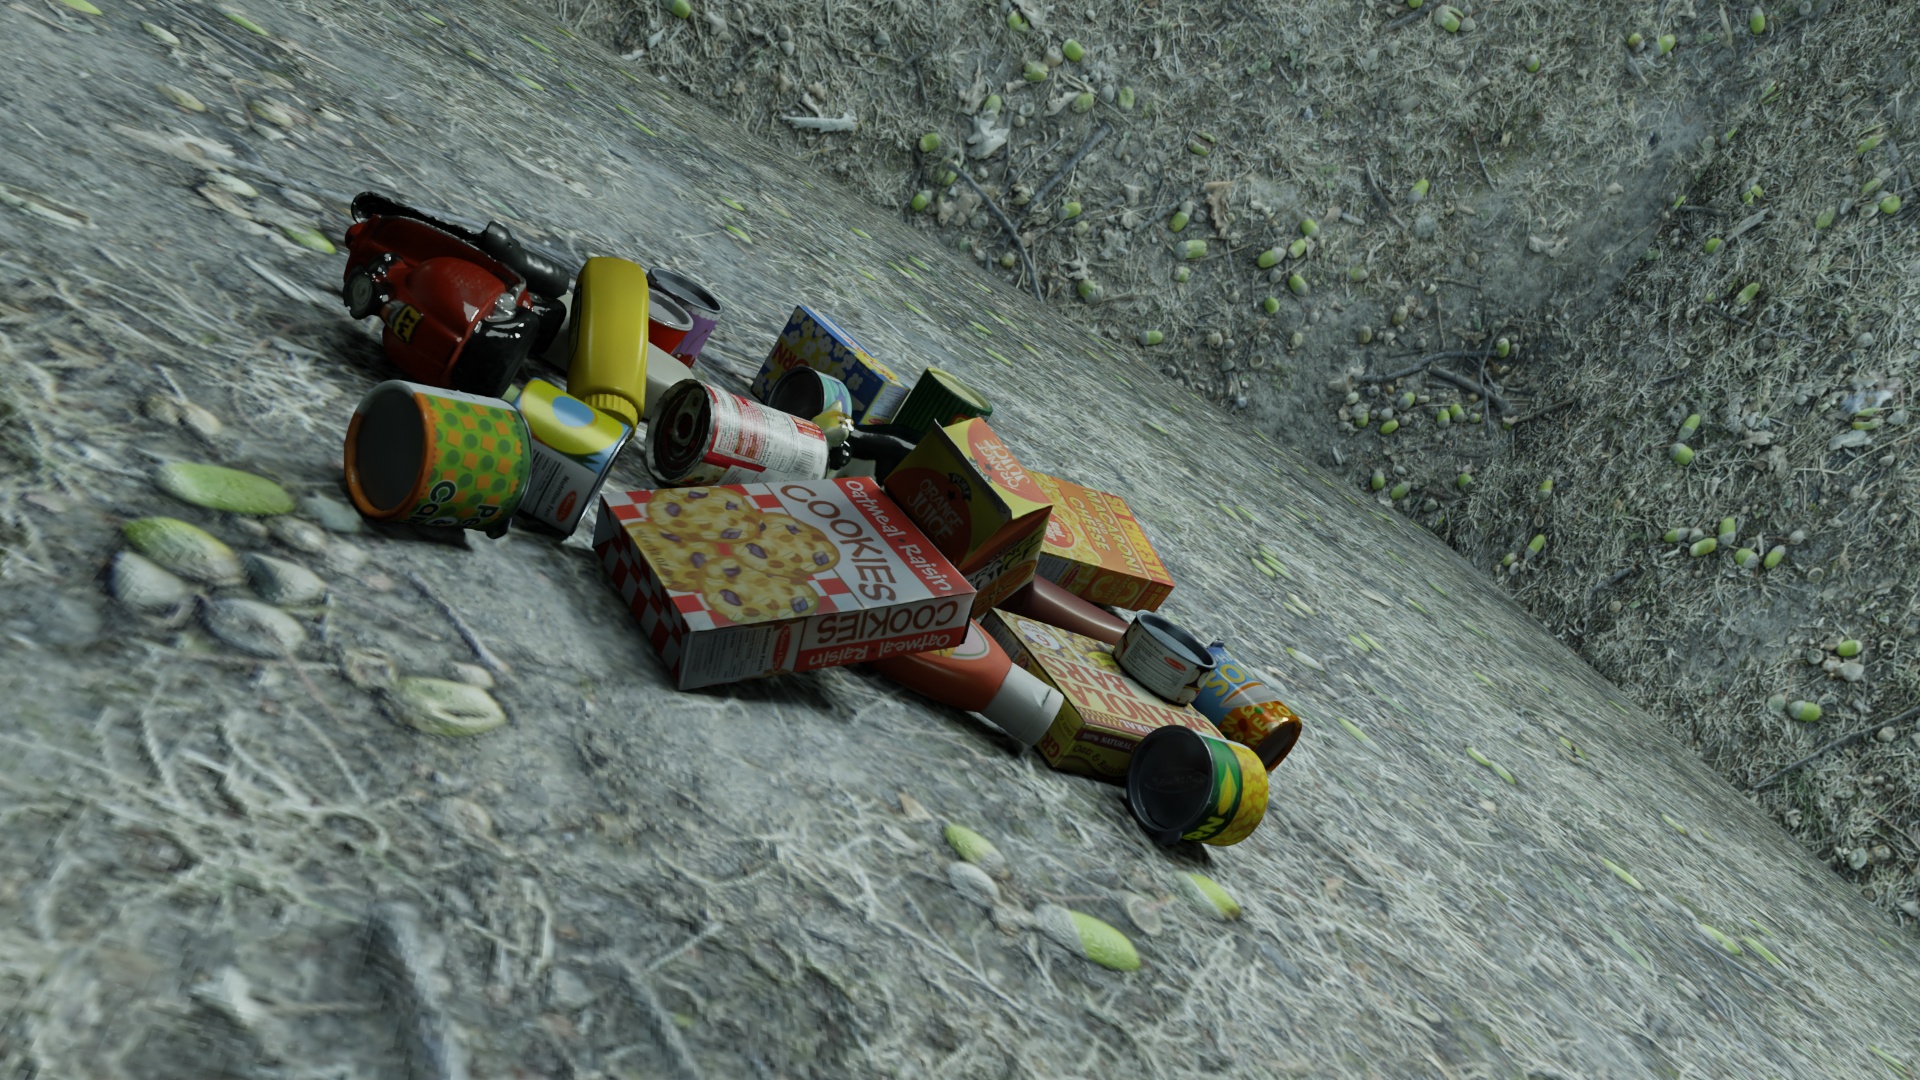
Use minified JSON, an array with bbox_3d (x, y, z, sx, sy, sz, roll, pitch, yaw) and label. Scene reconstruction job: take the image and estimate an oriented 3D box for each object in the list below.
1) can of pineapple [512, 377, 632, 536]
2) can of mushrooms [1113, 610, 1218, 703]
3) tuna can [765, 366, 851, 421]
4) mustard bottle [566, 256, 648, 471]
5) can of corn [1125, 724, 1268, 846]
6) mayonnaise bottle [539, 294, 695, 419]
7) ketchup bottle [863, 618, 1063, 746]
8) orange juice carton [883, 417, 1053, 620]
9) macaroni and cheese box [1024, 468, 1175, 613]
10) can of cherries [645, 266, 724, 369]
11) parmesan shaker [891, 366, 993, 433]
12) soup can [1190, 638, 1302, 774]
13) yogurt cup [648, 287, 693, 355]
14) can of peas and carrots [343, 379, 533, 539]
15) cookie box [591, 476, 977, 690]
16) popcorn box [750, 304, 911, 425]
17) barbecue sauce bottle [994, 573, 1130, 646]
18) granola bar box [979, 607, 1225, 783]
[{"bbox_3d":[-0.214,-0.045,0.733,0.058,0.071,0.071,29,16,-12],"label":"can of pineapple"},{"bbox_3d":[0.142,0.080,0.958,0.071,0.033,0.071,29,15,-8],"label":"can of mushrooms"},{"bbox_3d":[-0.119,-0.097,1.080,0.033,0.071,0.071,16,23,-50],"label":"tuna can"},{"bbox_3d":[-0.225,-0.109,0.881,0.049,0.065,0.161,7,50,-20],"label":"mustard bottle"},{"bbox_3d":[0.144,0.152,0.843,0.058,0.071,0.071,21,20,-39],"label":"can of corn"},{"bbox_3d":[-0.225,-0.115,0.970,0.148,0.041,0.065,32,23,-7],"label":"mayonnaise bottle"},{"bbox_3d":[-0.010,0.067,0.823,0.149,0.043,0.065,33,42,-1],"label":"ketchup bottle"},{"bbox_3d":[0.003,-0.011,0.852,0.072,0.073,0.192,52,-13,14],"label":"orange juice carton"},{"bbox_3d":[0.088,-0.004,1.180,0.166,0.040,0.124,15,33,-33],"label":"macaroni and cheese box"},{"bbox_3d":[-0.232,-0.176,1.103,0.071,0.058,0.072,31,16,-10],"label":"can of cherries"},{"bbox_3d":[-0.028,-0.081,1.132,0.071,0.102,0.071,30,16,-10],"label":"parmesan shaker"},{"bbox_3d":[0.197,0.125,1.009,0.071,0.071,0.084,12,26,-52],"label":"soup can"},{"bbox_3d":[-0.241,-0.155,1.031,0.072,0.053,0.072,30,16,-9],"label":"yogurt cup"},{"bbox_3d":[-0.246,-0.037,0.655,0.071,0.070,0.059,42,18,30],"label":"can of peas and carrots"},{"bbox_3d":[-0.093,0.017,0.741,0.168,0.040,0.123,-6,37,-35],"label":"cookie box"},{"bbox_3d":[-0.109,-0.125,1.138,0.127,0.085,0.038,43,18,33],"label":"popcorn box"},{"bbox_3d":[0.097,0.071,1.026,0.148,0.043,0.065,28,4,-20],"label":"barbecue sauce bottle"},{"bbox_3d":[0.097,0.110,0.920,0.165,0.039,0.124,20,20,-39],"label":"granola bar box"}]
